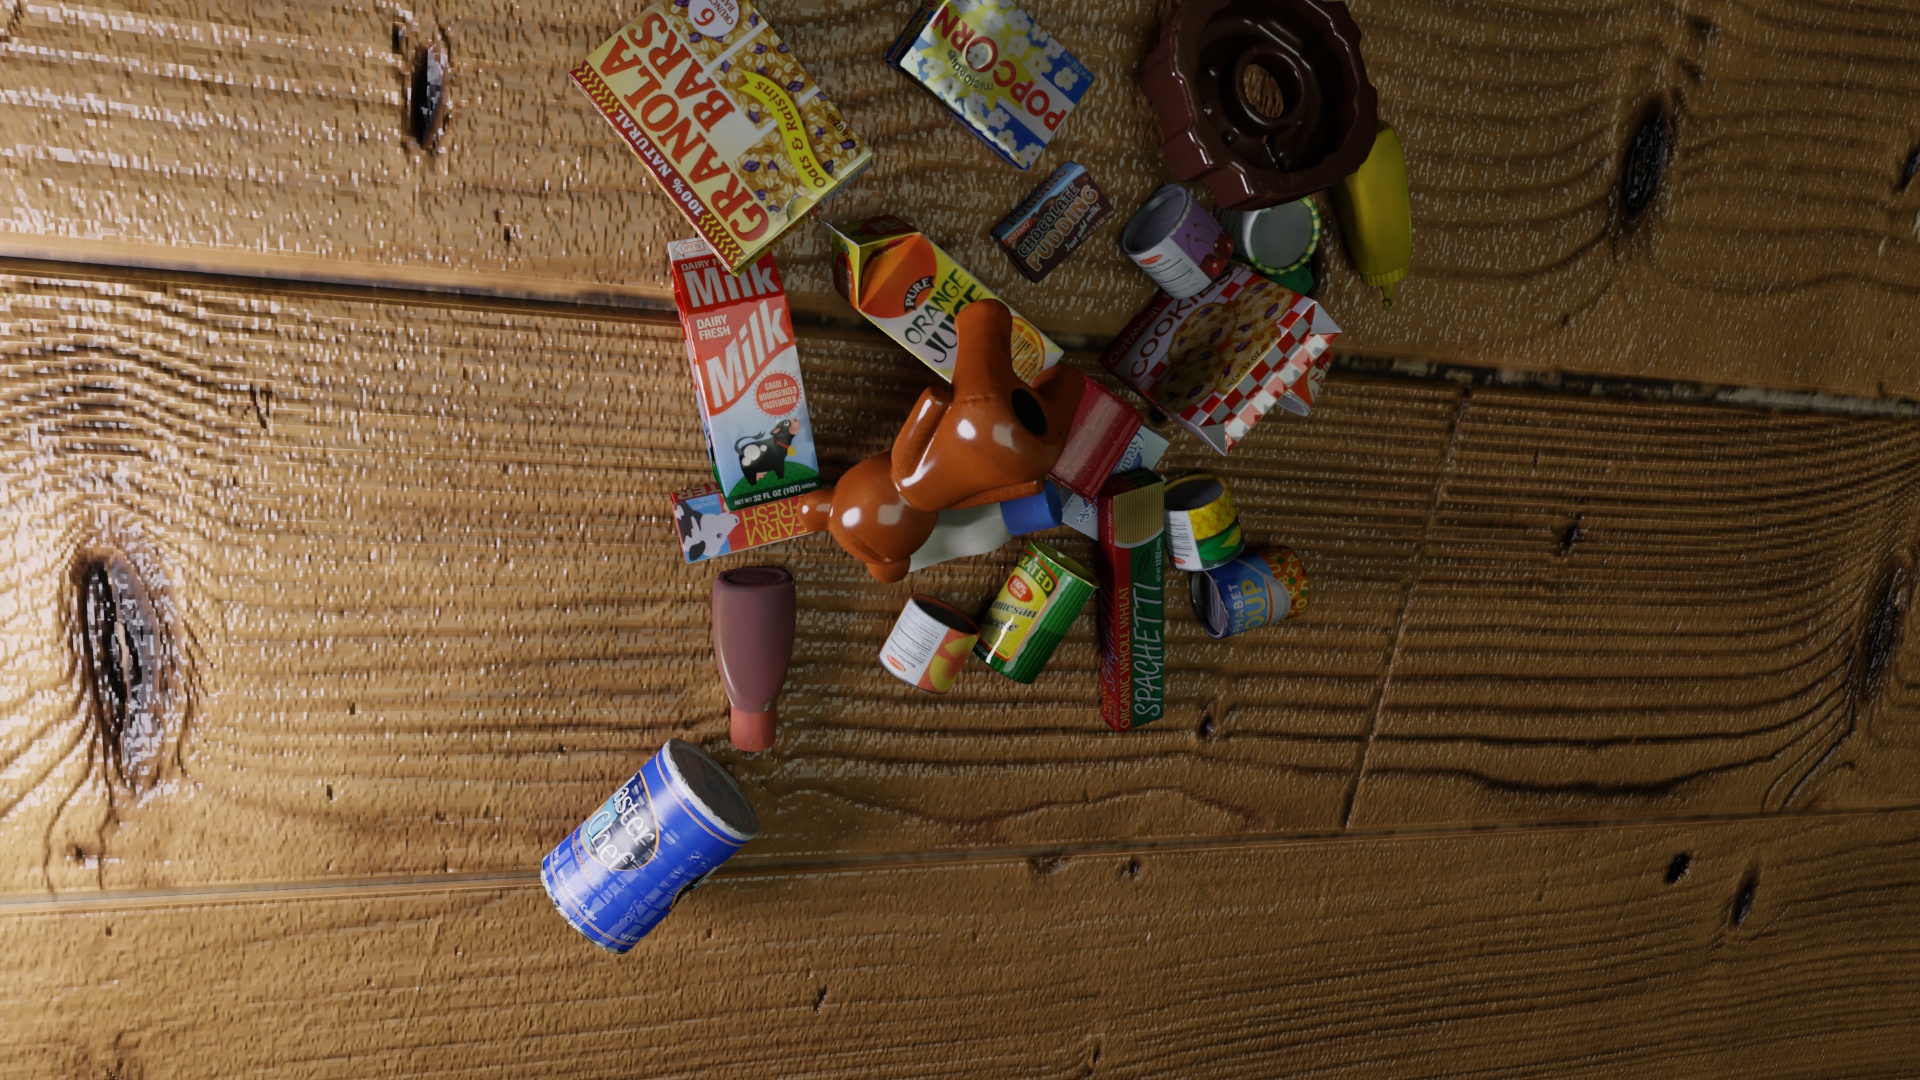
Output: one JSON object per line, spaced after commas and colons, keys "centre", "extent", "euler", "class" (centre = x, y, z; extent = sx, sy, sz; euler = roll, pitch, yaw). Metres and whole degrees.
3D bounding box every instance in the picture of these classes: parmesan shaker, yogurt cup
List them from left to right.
{"centre": [0.061, 0.061, 1.152], "extent": [0.071, 0.071, 0.103], "euler": [27, 101, -26], "class": "parmesan shaker"}
{"centre": [0.270, -0.142, 1.145], "extent": [0.072, 0.072, 0.054], "euler": [30, 92, -27], "class": "yogurt cup"}

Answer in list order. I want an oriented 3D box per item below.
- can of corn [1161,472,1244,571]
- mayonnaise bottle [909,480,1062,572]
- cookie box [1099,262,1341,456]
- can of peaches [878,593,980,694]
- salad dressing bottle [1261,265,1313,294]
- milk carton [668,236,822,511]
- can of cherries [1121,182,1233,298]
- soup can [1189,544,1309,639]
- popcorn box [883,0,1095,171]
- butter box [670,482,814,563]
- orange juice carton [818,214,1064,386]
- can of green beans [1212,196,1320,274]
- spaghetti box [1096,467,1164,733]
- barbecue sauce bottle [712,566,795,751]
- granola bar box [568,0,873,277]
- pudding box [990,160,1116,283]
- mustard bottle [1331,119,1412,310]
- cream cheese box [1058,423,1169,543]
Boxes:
{"centre": [0.203, -0.018, 1.172], "extent": [0.071, 0.071, 0.058], "euler": [-24, 117, -8], "class": "can of corn"}
{"centre": [0.004, -0.013, 1.071], "extent": [0.148, 0.065, 0.041], "euler": [-12, 128, 21], "class": "mayonnaise bottle"}
{"centre": [0.191, -0.148, 1.056], "extent": [0.123, 0.168, 0.040], "euler": [-47, 121, 4], "class": "cookie box"}
{"centre": [-0.024, 0.084, 1.137], "extent": [0.071, 0.071, 0.058], "euler": [23, 103, -26], "class": "can of peaches"}
{"centre": [0.225, -0.165, 1.123], "extent": [0.148, 0.064, 0.044], "euler": [-49, 131, -3], "class": "salad dressing bottle"}
{"centre": [-0.156, -0.126, 0.998], "extent": [0.072, 0.073, 0.189], "euler": [-14, 115, -14], "class": "milk carton"}
{"centre": [0.169, -0.232, 1.072], "extent": [0.058, 0.072, 0.071], "euler": [36, 97, -28], "class": "can of cherries"}
{"centre": [0.254, 0.046, 1.212], "extent": [0.084, 0.071, 0.071], "euler": [-14, 116, -13], "class": "soup can"}
{"centre": [0.022, -0.336, 0.991], "extent": [0.126, 0.038, 0.085], "euler": [33, 99, -27], "class": "popcorn box"}
{"centre": [-0.166, -0.021, 1.066], "extent": [0.104, 0.024, 0.053], "euler": [-14, 116, -13], "class": "butter box"}
{"centre": [-0.022, -0.174, 1.025], "extent": [0.192, 0.072, 0.073], "euler": [35, 98, -28], "class": "orange juice carton"}
{"centre": [0.241, -0.247, 1.093], "extent": [0.071, 0.058, 0.071], "euler": [-7, 114, -16], "class": "can of green beans"}
{"centre": [0.147, 0.057, 1.187], "extent": [0.050, 0.029, 0.248], "euler": [-17, 123, -19], "class": "spaghetti box"}
{"centre": [-0.164, 0.096, 1.105], "extent": [0.065, 0.044, 0.148], "euler": [-3, 113, -17], "class": "barbecue sauce bottle"}
{"centre": [-0.156, -0.279, 0.921], "extent": [0.124, 0.039, 0.165], "euler": [-39, 97, 0], "class": "granola bar box"}
{"centre": [0.070, -0.242, 1.052], "extent": [0.083, 0.030, 0.049], "euler": [-42, 118, 1], "class": "pudding box"}
{"centre": [0.335, -0.258, 1.121], "extent": [0.049, 0.065, 0.159], "euler": [-23, 123, -2], "class": "mustard bottle"}
{"centre": [0.123, -0.054, 1.153], "extent": [0.053, 0.024, 0.103], "euler": [28, 101, -28], "class": "cream cheese box"}
